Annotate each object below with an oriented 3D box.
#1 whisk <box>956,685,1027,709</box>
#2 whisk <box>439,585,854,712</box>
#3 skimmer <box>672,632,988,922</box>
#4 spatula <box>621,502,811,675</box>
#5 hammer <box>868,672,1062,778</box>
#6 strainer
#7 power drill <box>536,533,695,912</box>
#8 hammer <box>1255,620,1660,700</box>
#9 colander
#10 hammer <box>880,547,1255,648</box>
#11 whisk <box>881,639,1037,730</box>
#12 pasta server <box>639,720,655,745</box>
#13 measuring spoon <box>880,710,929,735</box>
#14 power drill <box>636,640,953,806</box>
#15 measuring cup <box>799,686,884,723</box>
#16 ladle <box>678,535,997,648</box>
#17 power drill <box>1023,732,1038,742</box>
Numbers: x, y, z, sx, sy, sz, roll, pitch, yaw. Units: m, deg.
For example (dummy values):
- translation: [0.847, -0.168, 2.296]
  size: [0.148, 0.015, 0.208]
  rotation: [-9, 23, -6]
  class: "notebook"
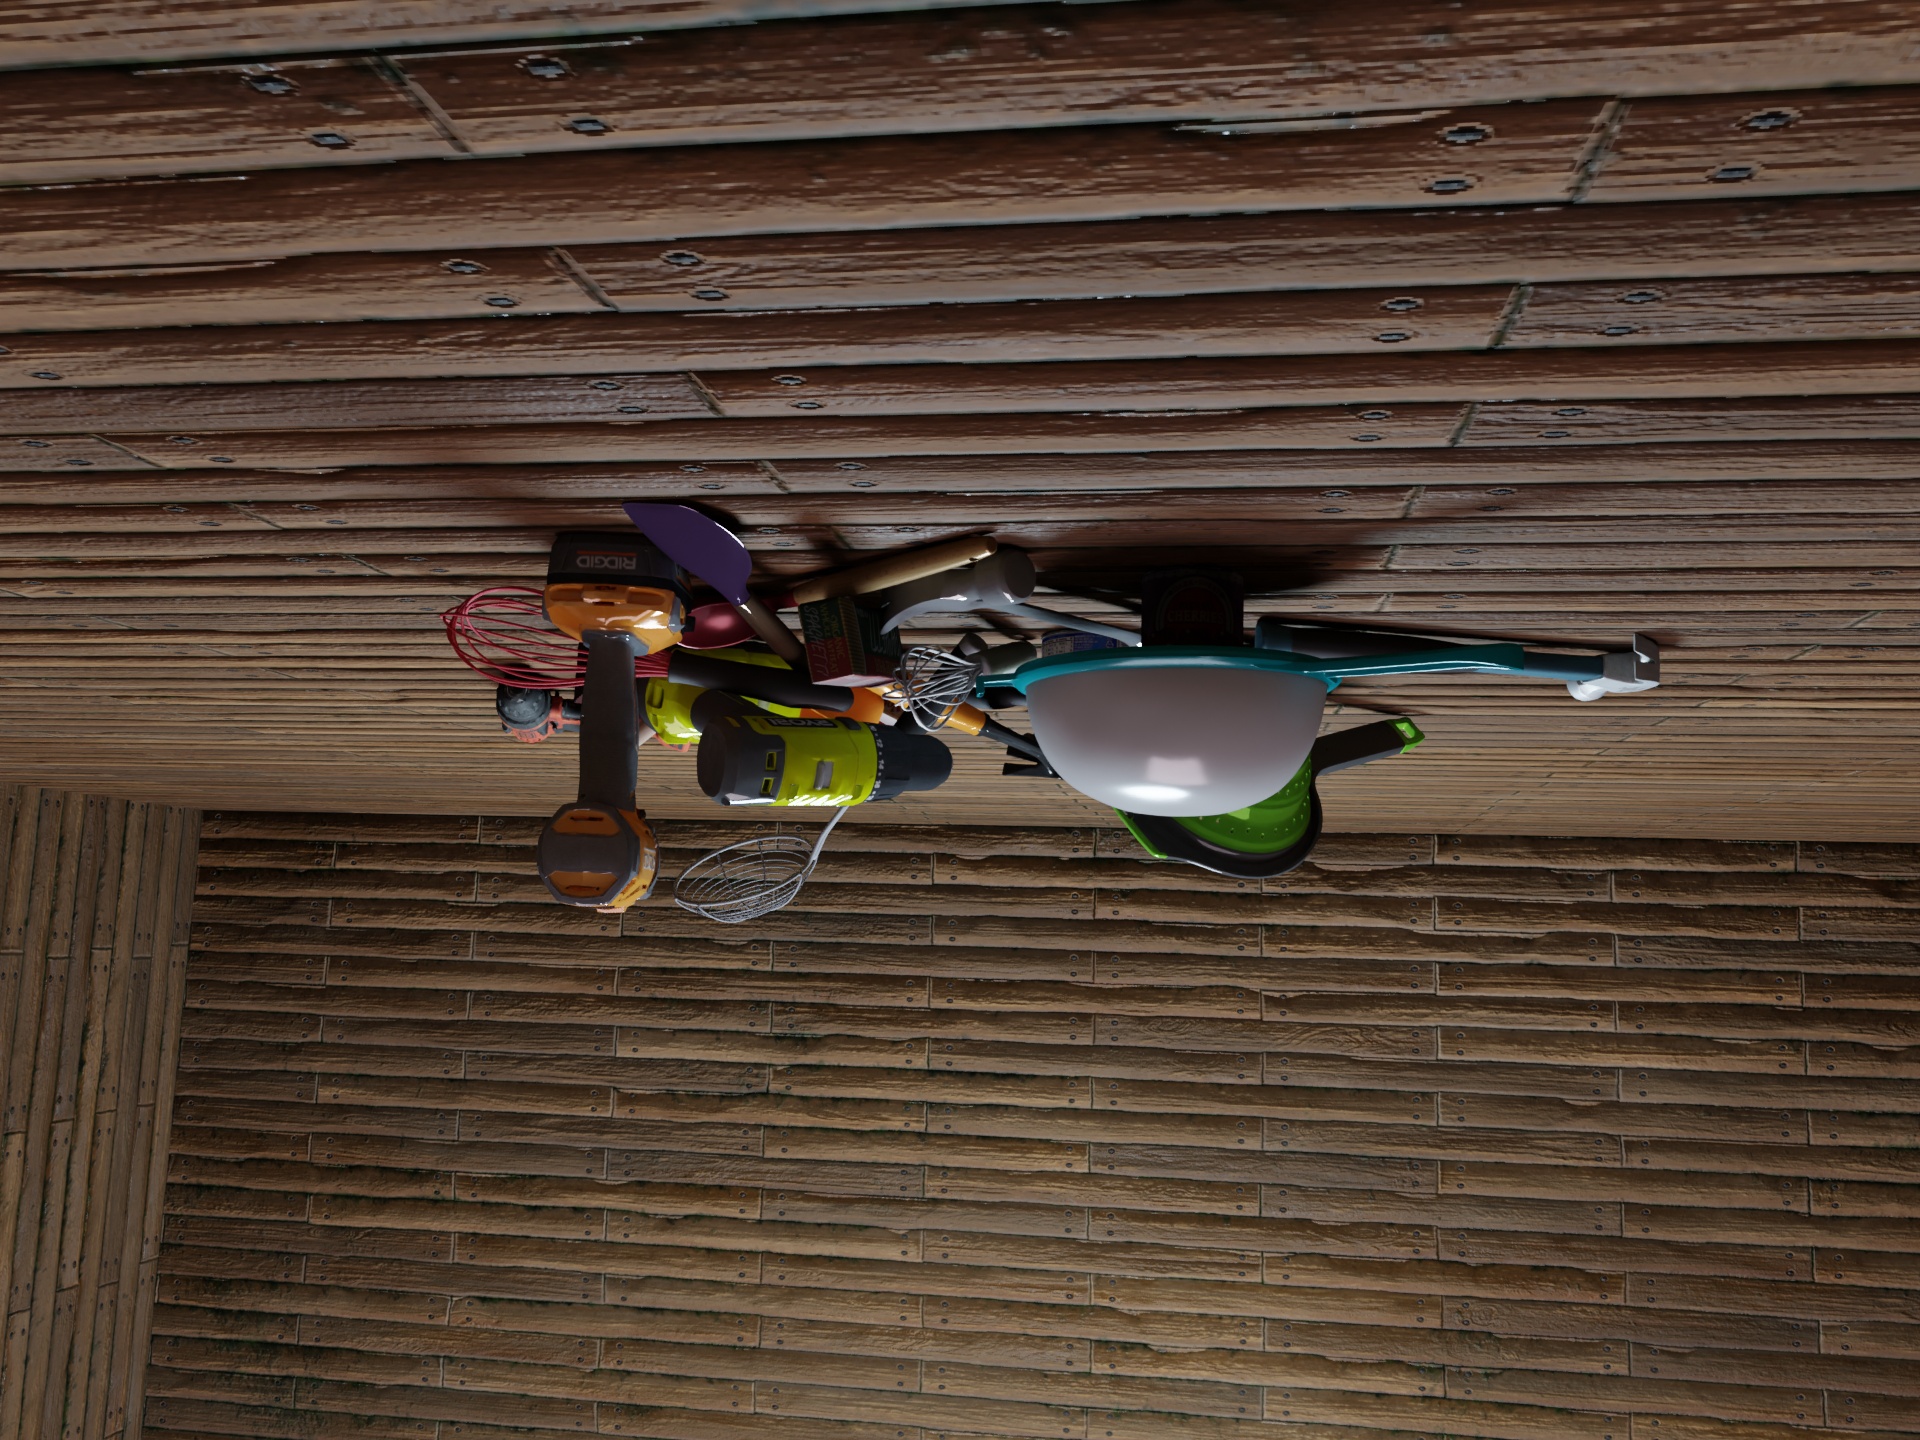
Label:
- translation: [0.120, -0.021, 1.379]
  size: [0.285, 0.070, 0.070]
  rotation: [4, 174, 28]
  class: "whisk"
- translation: [-0.219, -0.042, 1.105]
  size: [0.296, 0.073, 0.073]
  rotation: [11, 172, 2]
  class: "whisk"
- translation: [-0.112, 0.043, 1.313]
  size: [0.090, 0.363, 0.127]
  rotation: [39, -151, -1]
  class: "skimmer"
- translation: [-0.132, -0.071, 1.027]
  size: [0.060, 0.018, 0.315]
  rotation: [5, 163, 15]
  class: "spatula"
- translation: [-0.002, -0.004, 1.392]
  size: [0.127, 0.034, 0.336]
  rotation: [4, 166, 40]
  class: "hammer"
- translation: [0.184, 0.010, 0.981]
  size: [0.340, 0.095, 0.210]
  rotation: [-4, 171, 45]
  class: "strainer"
- translation: [-0.219, 0.010, 1.021]
  size: [0.084, 0.226, 0.185]
  rotation: [2, 172, -2]
  class: "power drill"
- translation: [0.372, -0.046, 1.193]
  size: [0.331, 0.033, 0.128]
  rotation: [4, 173, -13]
  class: "hammer"
- translation: [0.309, 0.019, 1.462]
  size: [0.397, 0.205, 0.094]
  rotation: [-12, 143, -35]
  class: "colander"
- translation: [0.119, -0.061, 1.139]
  size: [0.405, 0.035, 0.144]
  rotation: [9, 169, -44]
  class: "hammer"
- translation: [0.008, -0.035, 1.153]
  size: [0.058, 0.059, 0.246]
  rotation: [-14, -177, 23]
  class: "whisk"
- translation: [-0.276, 0.002, 1.439]
  size: [0.060, 0.040, 0.316]
  rotation: [44, 142, -13]
  class: "pasta server"
- translation: [-0.072, -0.012, 1.425]
  size: [0.124, 0.018, 0.034]
  rotation: [29, 155, 6]
  class: "measuring spoon"
- translation: [-0.132, 0.005, 1.204]
  size: [0.190, 0.080, 0.229]
  rotation: [1, -163, -33]
  class: "power drill"
- translation: [-0.146, -0.034, 1.380]
  size: [0.174, 0.052, 0.095]
  rotation: [25, 166, 15]
  class: "measuring cup"
- translation: [-0.089, -0.085, 1.042]
  size: [0.069, 0.031, 0.315]
  rotation: [10, 167, -42]
  class: "ladle"
- translation: [0.171, 0.037, 1.604]
  size: [0.164, 0.084, 0.226]
  rotation: [5, -177, -25]
  class: "power drill"
